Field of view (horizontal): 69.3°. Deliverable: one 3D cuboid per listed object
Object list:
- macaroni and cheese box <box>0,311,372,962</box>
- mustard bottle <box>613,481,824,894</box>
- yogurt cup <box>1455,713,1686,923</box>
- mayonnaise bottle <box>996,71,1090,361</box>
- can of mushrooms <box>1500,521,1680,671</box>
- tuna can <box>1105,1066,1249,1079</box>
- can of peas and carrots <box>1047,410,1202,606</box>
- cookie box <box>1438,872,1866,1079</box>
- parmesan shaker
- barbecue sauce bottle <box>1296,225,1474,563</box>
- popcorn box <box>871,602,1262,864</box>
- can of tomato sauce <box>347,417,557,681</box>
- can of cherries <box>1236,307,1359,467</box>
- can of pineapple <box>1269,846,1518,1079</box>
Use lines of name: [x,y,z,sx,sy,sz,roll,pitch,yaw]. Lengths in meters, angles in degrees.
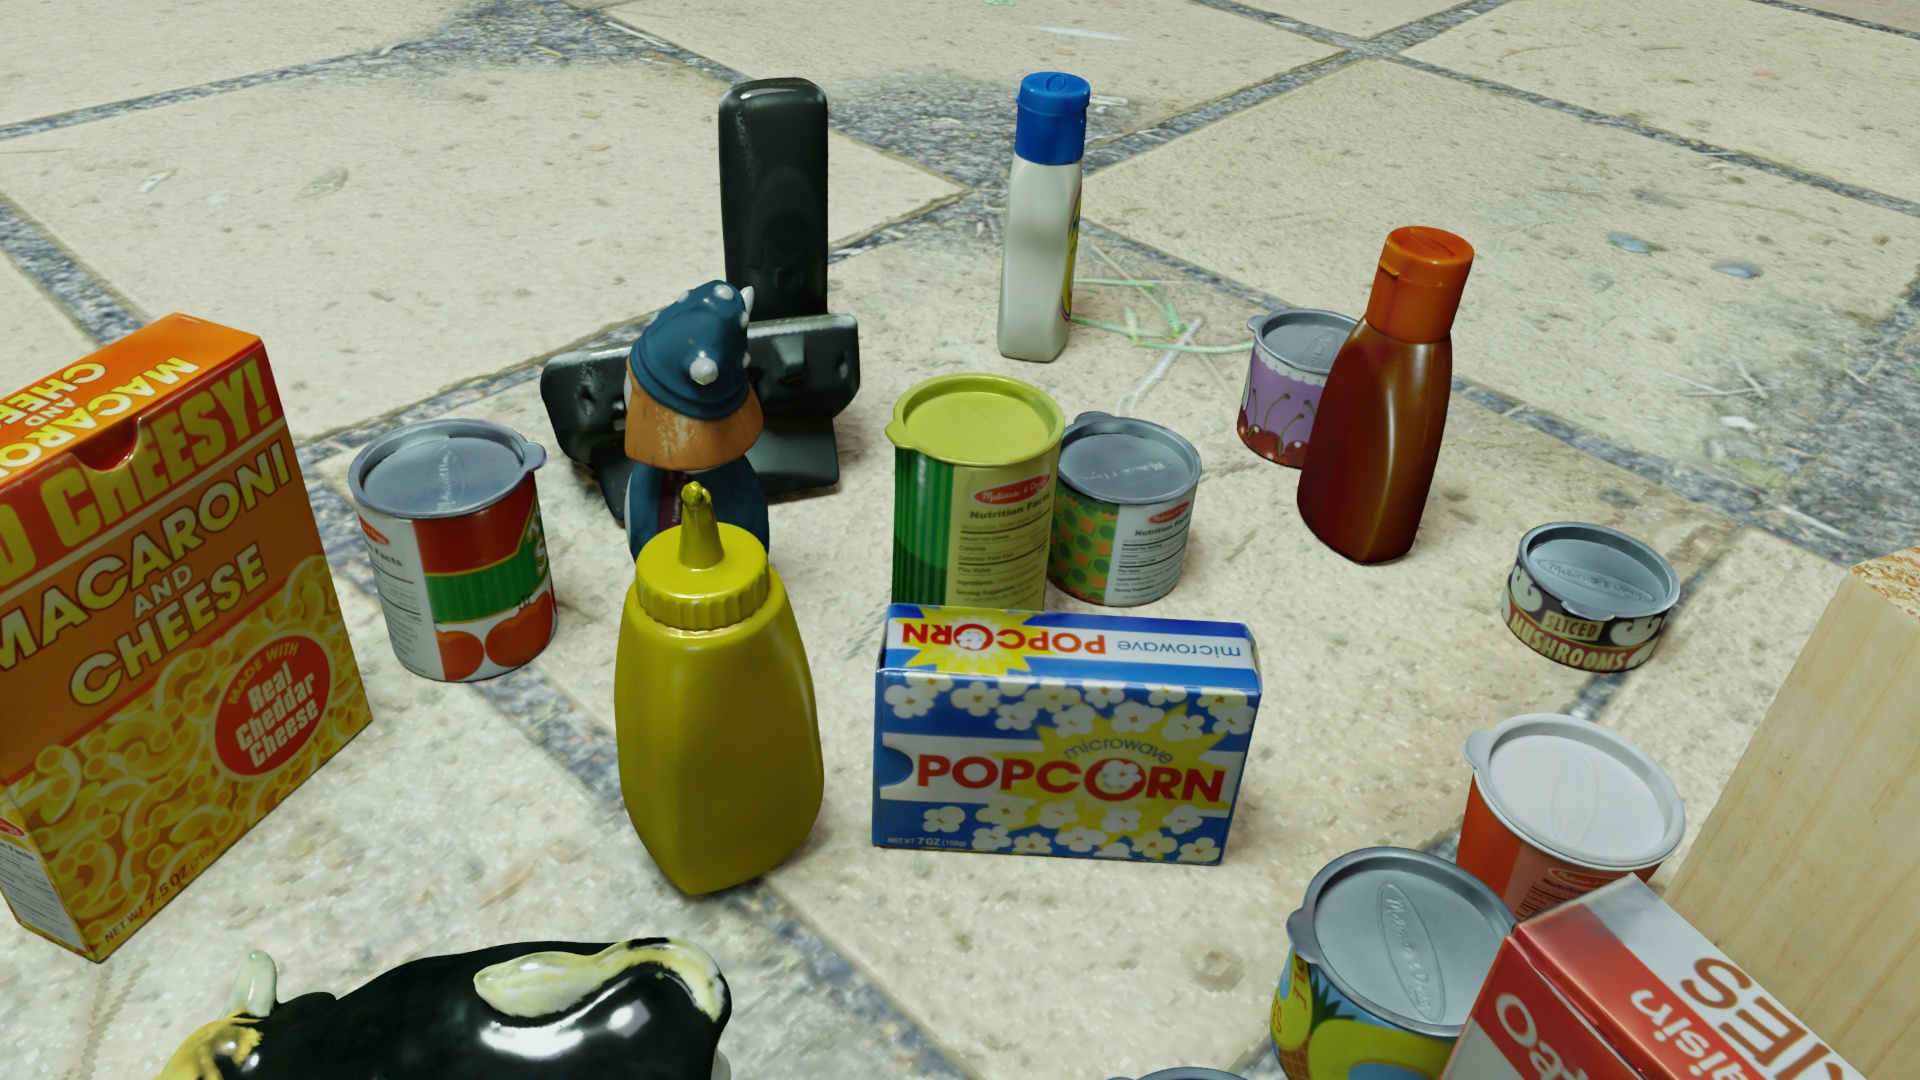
macaroni and cheese box: [-0.258,0.030,0.438,0.040,0.165,0.124,17,39,16]
mustard bottle: [-0.078,0.043,0.443,0.065,0.159,0.049,-21,44,-29]
yogurt cup: [0.206,0.102,0.479,0.072,0.053,0.073,3,37,-2]
mayonnaise bottle: [0.045,-0.174,0.749,0.041,0.147,0.065,9,37,7]
can of mushrooms: [0.271,0.025,0.603,0.071,0.033,0.071,3,37,-2]
tuna can: [0.064,0.181,0.380,0.071,0.032,0.071,3,37,-2]
can of peas and carrots: [0.068,-0.015,0.615,0.071,0.058,0.071,3,37,-2]
cookie box: [0.148,0.171,0.290,0.040,0.166,0.123,-17,42,-25]
parmesan shaker: [0.002,-0.007,0.563,0.071,0.102,0.072,3,37,-2]
barbecue sauce bottle: [0.190,-0.065,0.619,0.044,0.147,0.065,-11,40,-19]
popcorn box: [0.034,0.068,0.482,0.127,0.084,0.038,3,37,-1]
can of tomato sauce: [-0.195,0.003,0.548,0.071,0.082,0.071,3,37,-2]
can of cherries: [0.176,-0.079,0.710,0.071,0.058,0.072,3,37,-2]
can of pineapple: [0.130,0.137,0.423,0.071,0.057,0.071,3,37,-2]
